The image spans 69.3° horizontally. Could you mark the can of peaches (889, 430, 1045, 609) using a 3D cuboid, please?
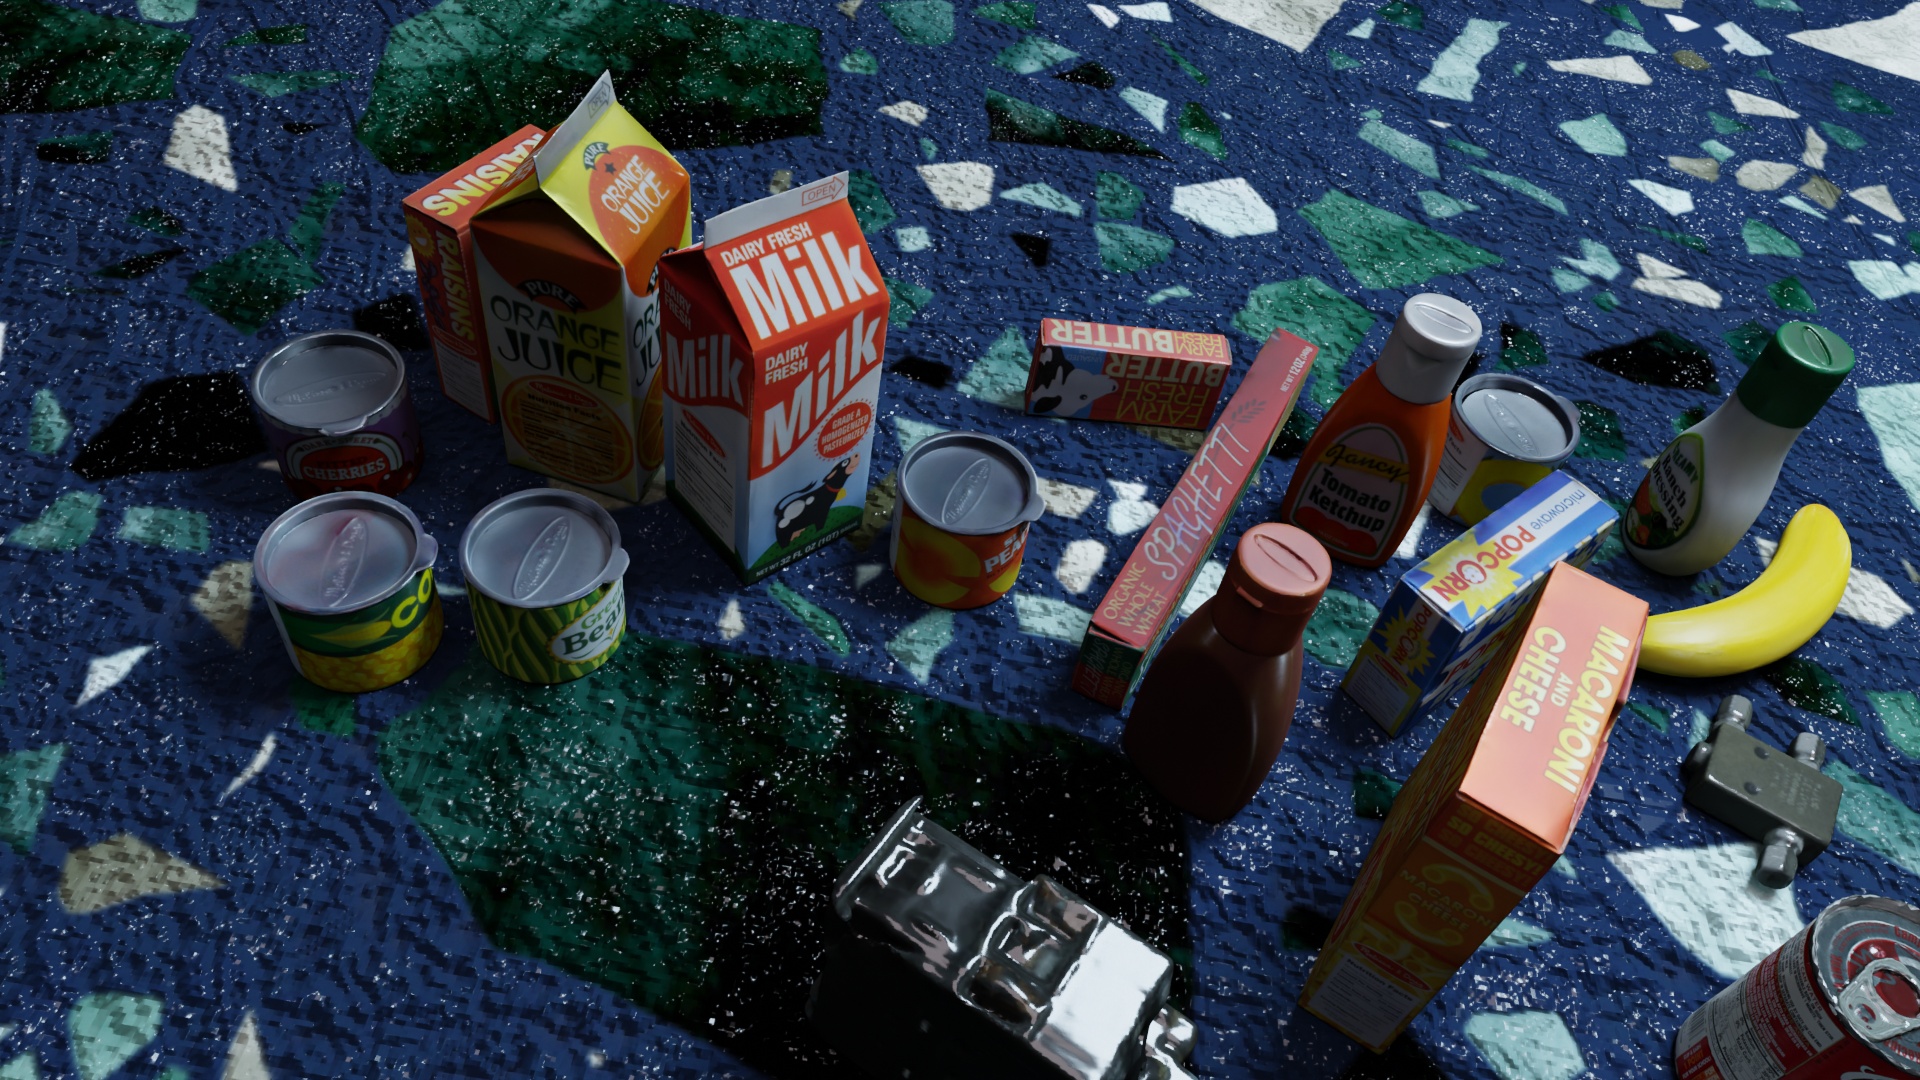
[{"bbox_3d":[0.002,-0.008,0.665,0.071,0.057,0.071,5,49,-5],"label":"can of peaches"}]

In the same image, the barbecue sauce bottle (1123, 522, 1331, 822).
[{"bbox_3d":[0.111,0.054,0.569,0.044,0.147,0.065,-34,62,-32],"label":"barbecue sauce bottle"}]

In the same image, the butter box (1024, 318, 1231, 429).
[{"bbox_3d":[0.090,-0.090,0.754,0.103,0.052,0.024,4,49,-6],"label":"butter box"}]

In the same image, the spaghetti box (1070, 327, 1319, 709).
[{"bbox_3d":[0.122,-0.019,0.699,0.029,0.049,0.251,26,50,13],"label":"spaghetti box"}]

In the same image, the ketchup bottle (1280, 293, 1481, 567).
[{"bbox_3d":[0.208,-0.053,0.678,0.065,0.148,0.044,28,51,14],"label":"ketchup bottle"}]

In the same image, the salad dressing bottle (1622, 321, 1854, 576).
[{"bbox_3d":[0.390,-0.044,0.702,0.044,0.146,0.064,7,49,-3],"label":"salad dressing bottle"}]

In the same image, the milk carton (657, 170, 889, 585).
[{"bbox_3d":[-0.085,-0.076,0.621,0.072,0.189,0.073,-29,60,-30],"label":"milk carton"}]

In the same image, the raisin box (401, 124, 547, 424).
[{"bbox_3d":[-0.223,-0.131,0.690,0.040,0.122,0.086,30,51,16],"label":"raisin box"}]

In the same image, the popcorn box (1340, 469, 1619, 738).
[{"bbox_3d":[0.245,0.029,0.655,0.127,0.084,0.038,-28,59,-29],"label":"popcorn box"}]

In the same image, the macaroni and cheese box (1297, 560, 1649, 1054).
[{"bbox_3d":[0.193,0.105,0.527,0.040,0.165,0.124,29,51,15],"label":"macaroni and cheese box"}]

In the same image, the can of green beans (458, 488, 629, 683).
[{"bbox_3d":[-0.181,0.021,0.609,0.071,0.057,0.071,5,49,-5],"label":"can of green beans"}]

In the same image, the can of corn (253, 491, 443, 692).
[{"bbox_3d":[-0.257,0.023,0.594,0.071,0.058,0.071,5,49,-5],"label":"can of corn"}]

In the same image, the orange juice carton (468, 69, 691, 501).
[{"bbox_3d":[-0.170,-0.113,0.638,0.073,0.191,0.072,17,49,5],"label":"orange juice carton"}]

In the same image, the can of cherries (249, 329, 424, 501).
[{"bbox_3d":[-0.292,-0.055,0.656,0.071,0.058,0.072,5,49,-5],"label":"can of cherries"}]

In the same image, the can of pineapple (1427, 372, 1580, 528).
[{"bbox_3d":[0.290,-0.047,0.747,0.071,0.057,0.071,5,49,-5],"label":"can of pineapple"}]
